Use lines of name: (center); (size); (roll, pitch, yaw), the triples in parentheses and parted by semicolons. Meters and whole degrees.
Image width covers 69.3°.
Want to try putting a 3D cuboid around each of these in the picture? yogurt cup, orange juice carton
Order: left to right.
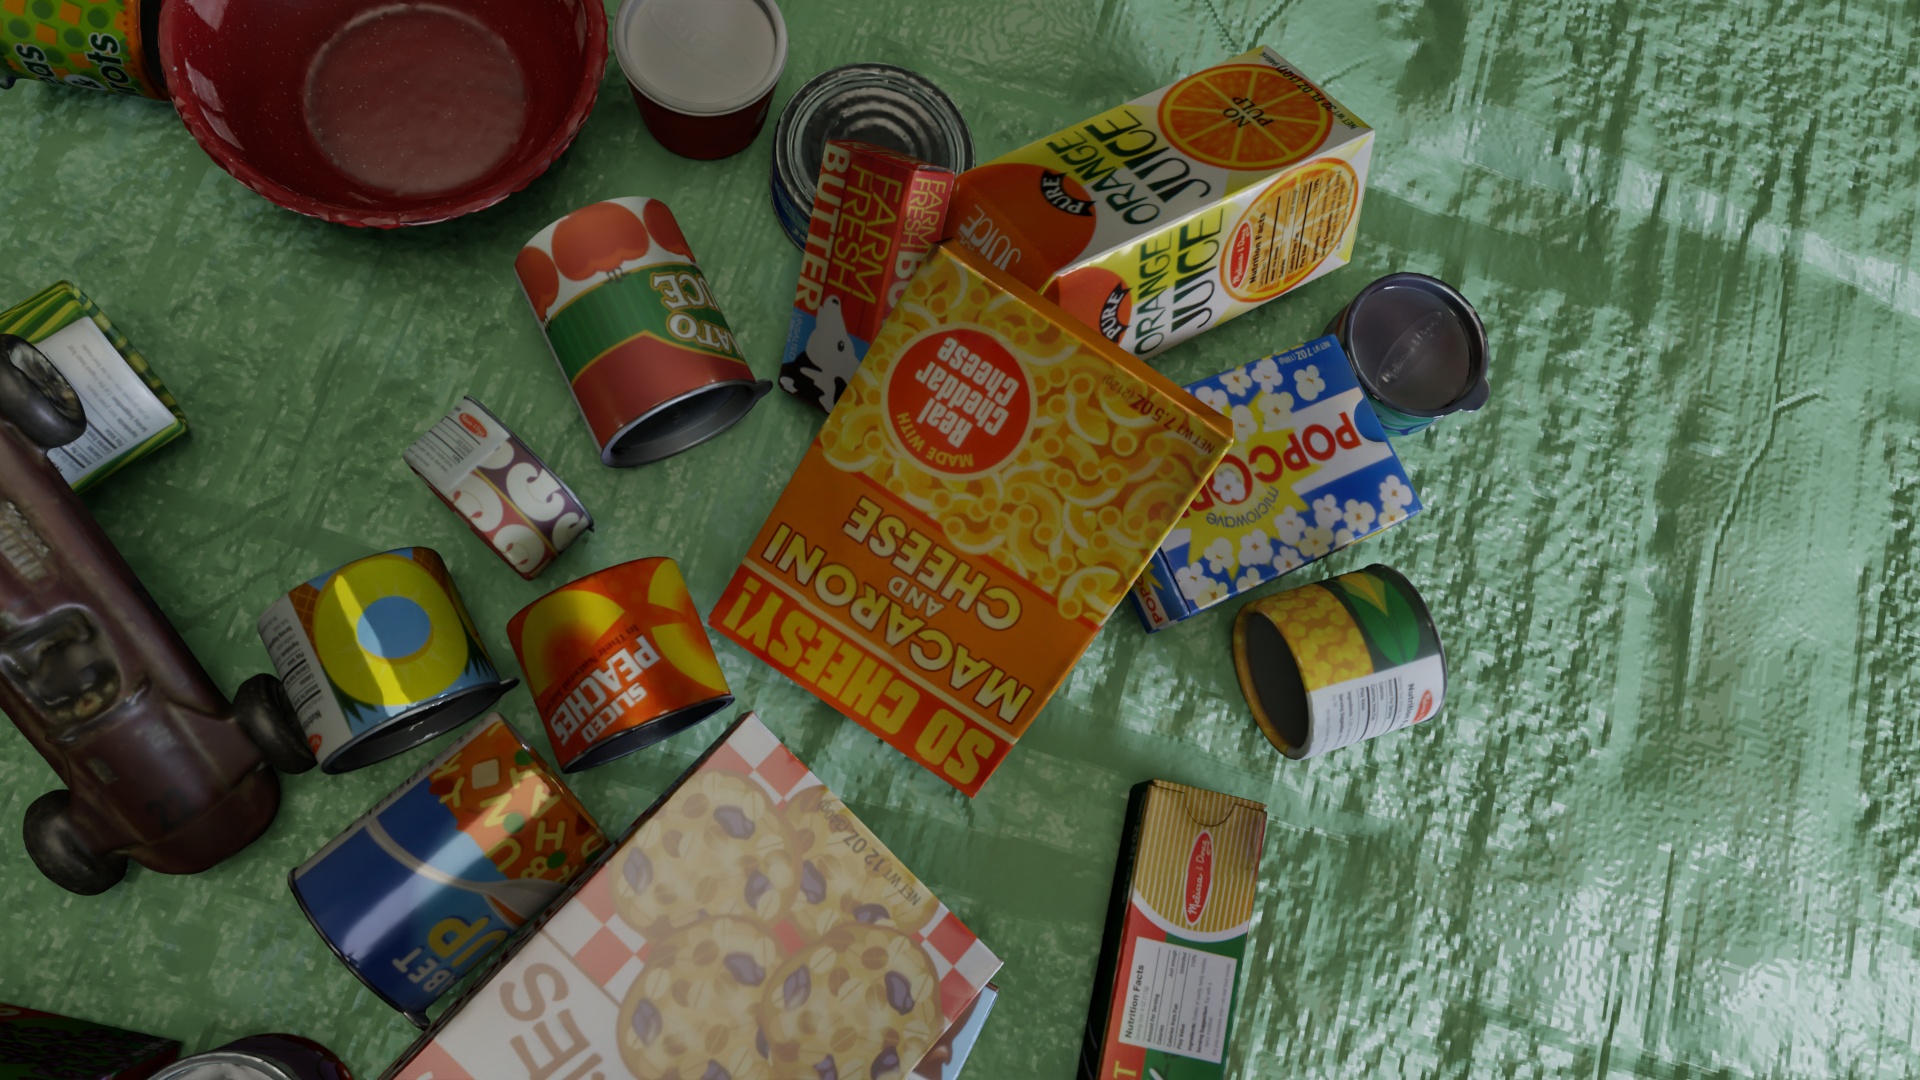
yogurt cup: (-0.106, -0.193, 0.571); (0.072, 0.054, 0.072); (2, 77, -9)
orange juice carton: (0.065, -0.122, 0.562); (0.193, 0.072, 0.072); (-27, 56, -15)

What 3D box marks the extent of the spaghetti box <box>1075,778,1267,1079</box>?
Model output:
spaghetti box: (0.067, 0.217, 0.517); (0.050, 0.028, 0.250); (15, 75, -6)

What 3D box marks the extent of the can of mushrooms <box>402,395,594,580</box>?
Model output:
can of mushrooms: (-0.169, -0.017, 0.514); (0.071, 0.071, 0.033); (43, 74, 2)

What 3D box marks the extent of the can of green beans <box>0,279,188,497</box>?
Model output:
can of green beans: (-0.322, -0.050, 0.494); (0.058, 0.071, 0.071); (-38, 86, -16)

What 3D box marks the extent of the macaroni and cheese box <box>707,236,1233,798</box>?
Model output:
macaroni and cheese box: (0.002, -0.006, 0.510); (0.124, 0.040, 0.166); (34, 108, 1)

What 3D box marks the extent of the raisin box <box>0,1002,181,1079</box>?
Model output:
raisin box: (-0.327, 0.169, 0.431); (0.123, 0.086, 0.040); (16, 80, -6)

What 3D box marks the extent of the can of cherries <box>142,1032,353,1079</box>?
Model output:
can of cherries: (-0.234, 0.199, 0.455); (0.071, 0.058, 0.071); (2, 76, -9)

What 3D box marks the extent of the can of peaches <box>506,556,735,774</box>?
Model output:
can of peaches: (-0.124, 0.045, 0.503); (0.071, 0.071, 0.058); (-22, 81, -14)

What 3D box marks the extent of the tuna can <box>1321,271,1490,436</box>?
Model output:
tuna can: (0.194, -0.079, 0.606); (0.071, 0.032, 0.071); (2, 77, -9)

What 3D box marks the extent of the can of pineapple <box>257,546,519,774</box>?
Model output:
can of pineapple: (-0.203, 0.042, 0.494); (0.071, 0.071, 0.058); (-27, 83, -14)

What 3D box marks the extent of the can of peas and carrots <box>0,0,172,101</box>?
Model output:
can of peas and carrots: (-0.330, -0.203, 0.529); (0.059, 0.070, 0.071); (7, 76, -9)

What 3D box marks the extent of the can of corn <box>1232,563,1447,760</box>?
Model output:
can of corn: (0.148, 0.047, 0.553); (0.058, 0.071, 0.071); (-15, 80, -12)

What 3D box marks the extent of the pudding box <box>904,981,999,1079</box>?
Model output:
pudding box: (-0.027, 0.190, 0.507); (0.050, 0.030, 0.084); (29, 74, -1)

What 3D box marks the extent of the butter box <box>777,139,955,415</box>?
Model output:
butter box: (-0.038, -0.099, 0.537); (0.024, 0.053, 0.103); (-6, 117, -46)

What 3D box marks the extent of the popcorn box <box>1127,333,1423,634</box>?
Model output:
popcorn box: (0.115, -0.025, 0.566); (0.127, 0.038, 0.085); (-21, 81, -25)

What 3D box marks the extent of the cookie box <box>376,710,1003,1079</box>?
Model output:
cookie box: (-0.087, 0.159, 0.460); (0.123, 0.040, 0.168); (46, 73, -3)

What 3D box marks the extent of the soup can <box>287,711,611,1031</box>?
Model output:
soup can: (-0.172, 0.113, 0.481); (0.084, 0.071, 0.071); (-40, 86, -16)

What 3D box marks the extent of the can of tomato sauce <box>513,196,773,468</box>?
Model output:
can of tomato sauce: (-0.123, -0.081, 0.534); (0.071, 0.071, 0.083); (-25, 82, -14)
